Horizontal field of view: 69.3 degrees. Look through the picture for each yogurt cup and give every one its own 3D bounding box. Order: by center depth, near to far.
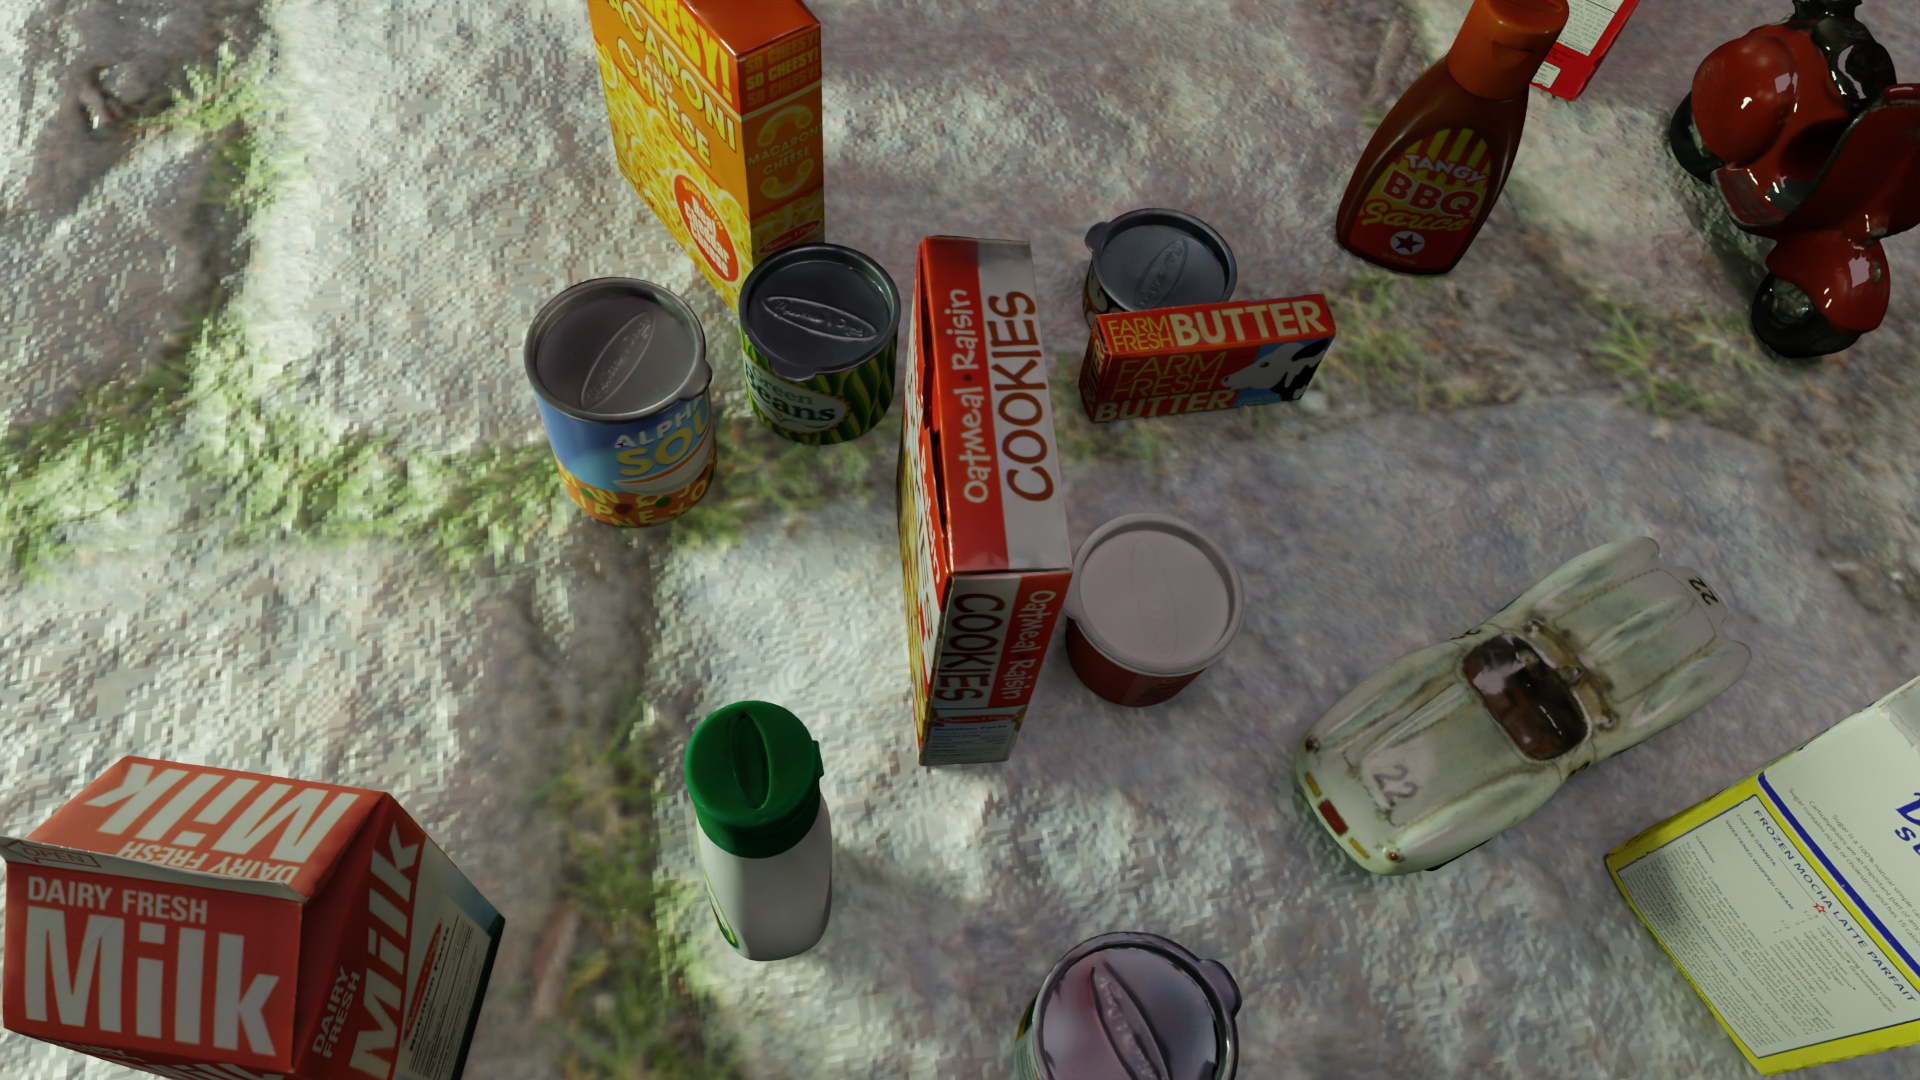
[{"bbox_3d":[0.072,0.031,0.543,0.072,0.053,0.073,2,62,-4],"label":"yogurt cup"}]

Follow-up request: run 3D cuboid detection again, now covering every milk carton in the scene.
[{"bbox_3d":[-0.193,0.116,0.393,0.072,0.189,0.074,9,62,-1],"label":"milk carton"}]

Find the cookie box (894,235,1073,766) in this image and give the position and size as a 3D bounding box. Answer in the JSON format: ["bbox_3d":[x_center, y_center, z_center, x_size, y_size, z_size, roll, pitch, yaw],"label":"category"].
[{"bbox_3d":[0.002,-0.006,0.492,0.040,0.166,0.123,-2,62,-7],"label":"cookie box"}]

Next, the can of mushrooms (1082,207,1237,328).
[{"bbox_3d":[0.088,-0.118,0.636,0.071,0.033,0.071,2,62,-4],"label":"can of mushrooms"}]

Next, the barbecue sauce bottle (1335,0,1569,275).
[{"bbox_3d":[0.220,-0.182,0.619,0.065,0.147,0.044,16,62,3],"label":"barbecue sauce bottle"}]

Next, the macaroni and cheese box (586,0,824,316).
[{"bbox_3d":[-0.105,-0.181,0.576,0.040,0.165,0.124,-33,70,-20],"label":"macaroni and cheese box"}]

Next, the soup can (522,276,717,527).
[{"bbox_3d":[-0.129,-0.051,0.550,0.071,0.083,0.071,2,62,-4],"label":"soup can"}]

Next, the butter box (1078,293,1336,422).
[{"bbox_3d":[0.106,-0.079,0.606,0.104,0.053,0.024,-7,63,-9],"label":"butter box"}]

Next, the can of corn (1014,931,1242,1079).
[{"bbox_3d":[0.055,0.169,0.464,0.071,0.058,0.071,2,62,-4],"label":"can of corn"}]

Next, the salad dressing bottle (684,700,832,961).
[{"bbox_3d":[-0.063,0.093,0.443,0.044,0.147,0.064,-9,63,-10],"label":"salad dressing bottle"}]

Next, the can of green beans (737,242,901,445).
[{"bbox_3d":[-0.060,-0.082,0.589,0.071,0.057,0.071,2,62,-4],"label":"can of green beans"}]
